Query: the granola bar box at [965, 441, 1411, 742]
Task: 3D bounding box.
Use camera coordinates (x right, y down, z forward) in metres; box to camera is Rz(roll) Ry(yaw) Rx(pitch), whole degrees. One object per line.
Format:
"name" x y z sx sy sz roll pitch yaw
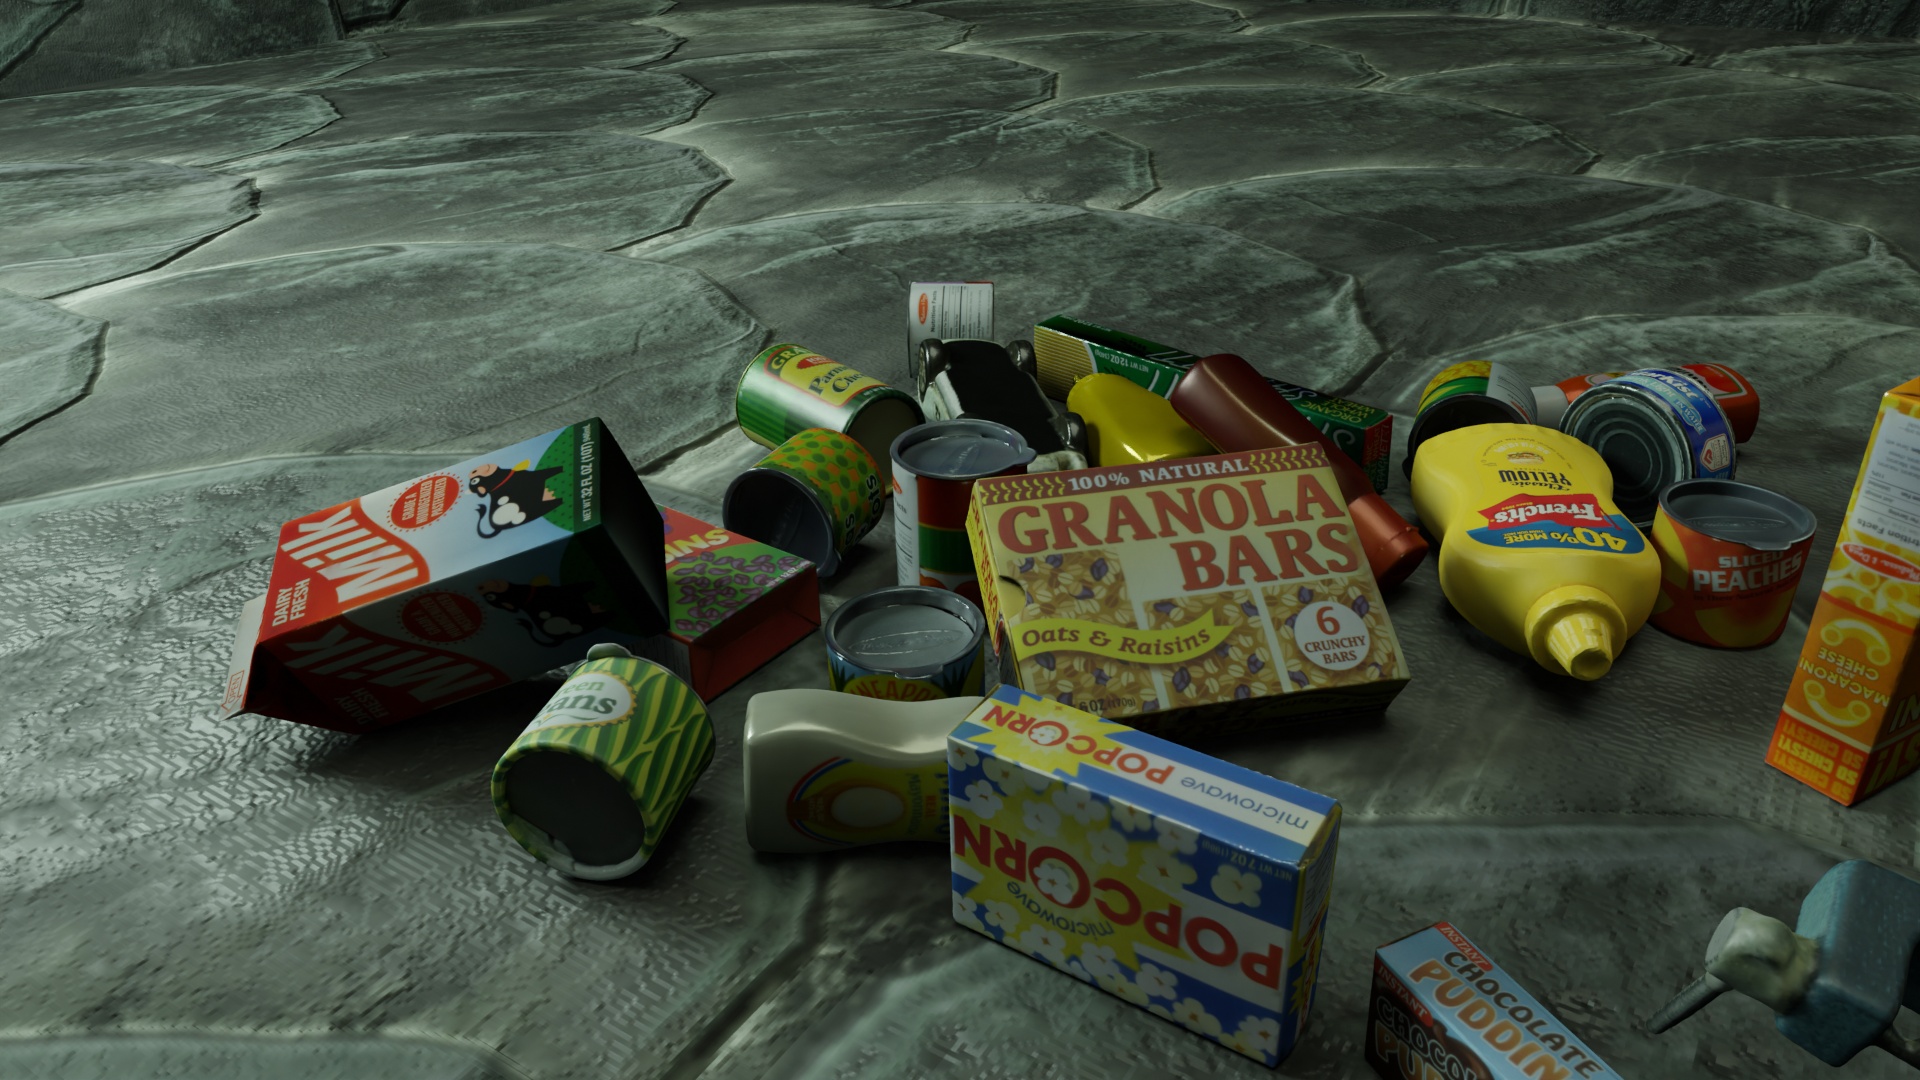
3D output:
"granola bar box" 0.096 0.024 0.608 0.166 0.038 0.125 -7 58 -9

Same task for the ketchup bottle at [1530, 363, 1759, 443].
"ketchup bottle" 0.391 -0.077 0.831 0.149 0.043 0.065 -5 29 -5

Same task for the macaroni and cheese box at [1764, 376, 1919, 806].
"macaroni and cheese box" 0.388 0.010 0.544 0.124 0.165 0.040 -19 33 -28

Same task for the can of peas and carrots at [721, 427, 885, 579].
"can of peas and carrots" -0.078 -0.017 0.721 0.071 0.070 0.059 11 30 22

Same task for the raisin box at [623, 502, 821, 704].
"raisin box" -0.142 0.026 0.671 0.123 0.040 0.086 19 36 30

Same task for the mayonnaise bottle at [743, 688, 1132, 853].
"mayonnaise bottle" -0.007 0.088 0.530 0.148 0.064 0.041 1 31 -4

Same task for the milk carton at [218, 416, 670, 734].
"milk carton" -0.230 0.022 0.605 0.190 0.073 0.073 -18 46 3

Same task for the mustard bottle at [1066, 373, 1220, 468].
"mustard bottle" 0.097 -0.063 0.812 0.065 0.048 0.161 0 27 -17

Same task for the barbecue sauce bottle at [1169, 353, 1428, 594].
"barbecue sauce bottle" 0.175 -0.036 0.717 0.065 0.043 0.149 2 41 -51

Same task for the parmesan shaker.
"parmesan shaker" -0.074 -0.071 0.820 0.071 0.071 0.103 -24 36 -35

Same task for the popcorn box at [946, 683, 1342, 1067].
"popcorn box" 0.057 0.108 0.463 0.127 0.084 0.038 17 34 29

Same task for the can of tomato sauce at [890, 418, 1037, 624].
"can of tomato sauce" 0.002 -0.009 0.681 0.071 0.082 0.071 -1 29 1

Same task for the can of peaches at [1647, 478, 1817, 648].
"can of peaches" 0.360 0.011 0.655 0.071 0.057 0.071 -1 29 0

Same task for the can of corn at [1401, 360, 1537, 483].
"can of corn" 0.288 -0.061 0.786 0.071 0.070 0.058 10 30 20

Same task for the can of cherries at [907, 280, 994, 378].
"can of cherries" -0.006 -0.143 0.950 0.058 0.071 0.072 0 28 1

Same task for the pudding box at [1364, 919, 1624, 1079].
"pudding box" 0.157 0.158 0.405 0.030 0.049 0.084 -15 31 -20

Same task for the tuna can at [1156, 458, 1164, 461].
"tuna can" 0.115 -0.006 0.692 0.033 0.070 0.071 -1 28 0

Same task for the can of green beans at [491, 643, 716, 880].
"can of green beans" -0.136 0.086 0.532 0.071 0.071 0.058 6 30 13

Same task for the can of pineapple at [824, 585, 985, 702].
"can of pineapple" -0.022 0.061 0.582 0.071 0.057 0.071 -1 29 1

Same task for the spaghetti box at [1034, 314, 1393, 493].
"spaghetti box" 0.145 -0.085 0.851 0.250 0.050 0.029 25 40 39
